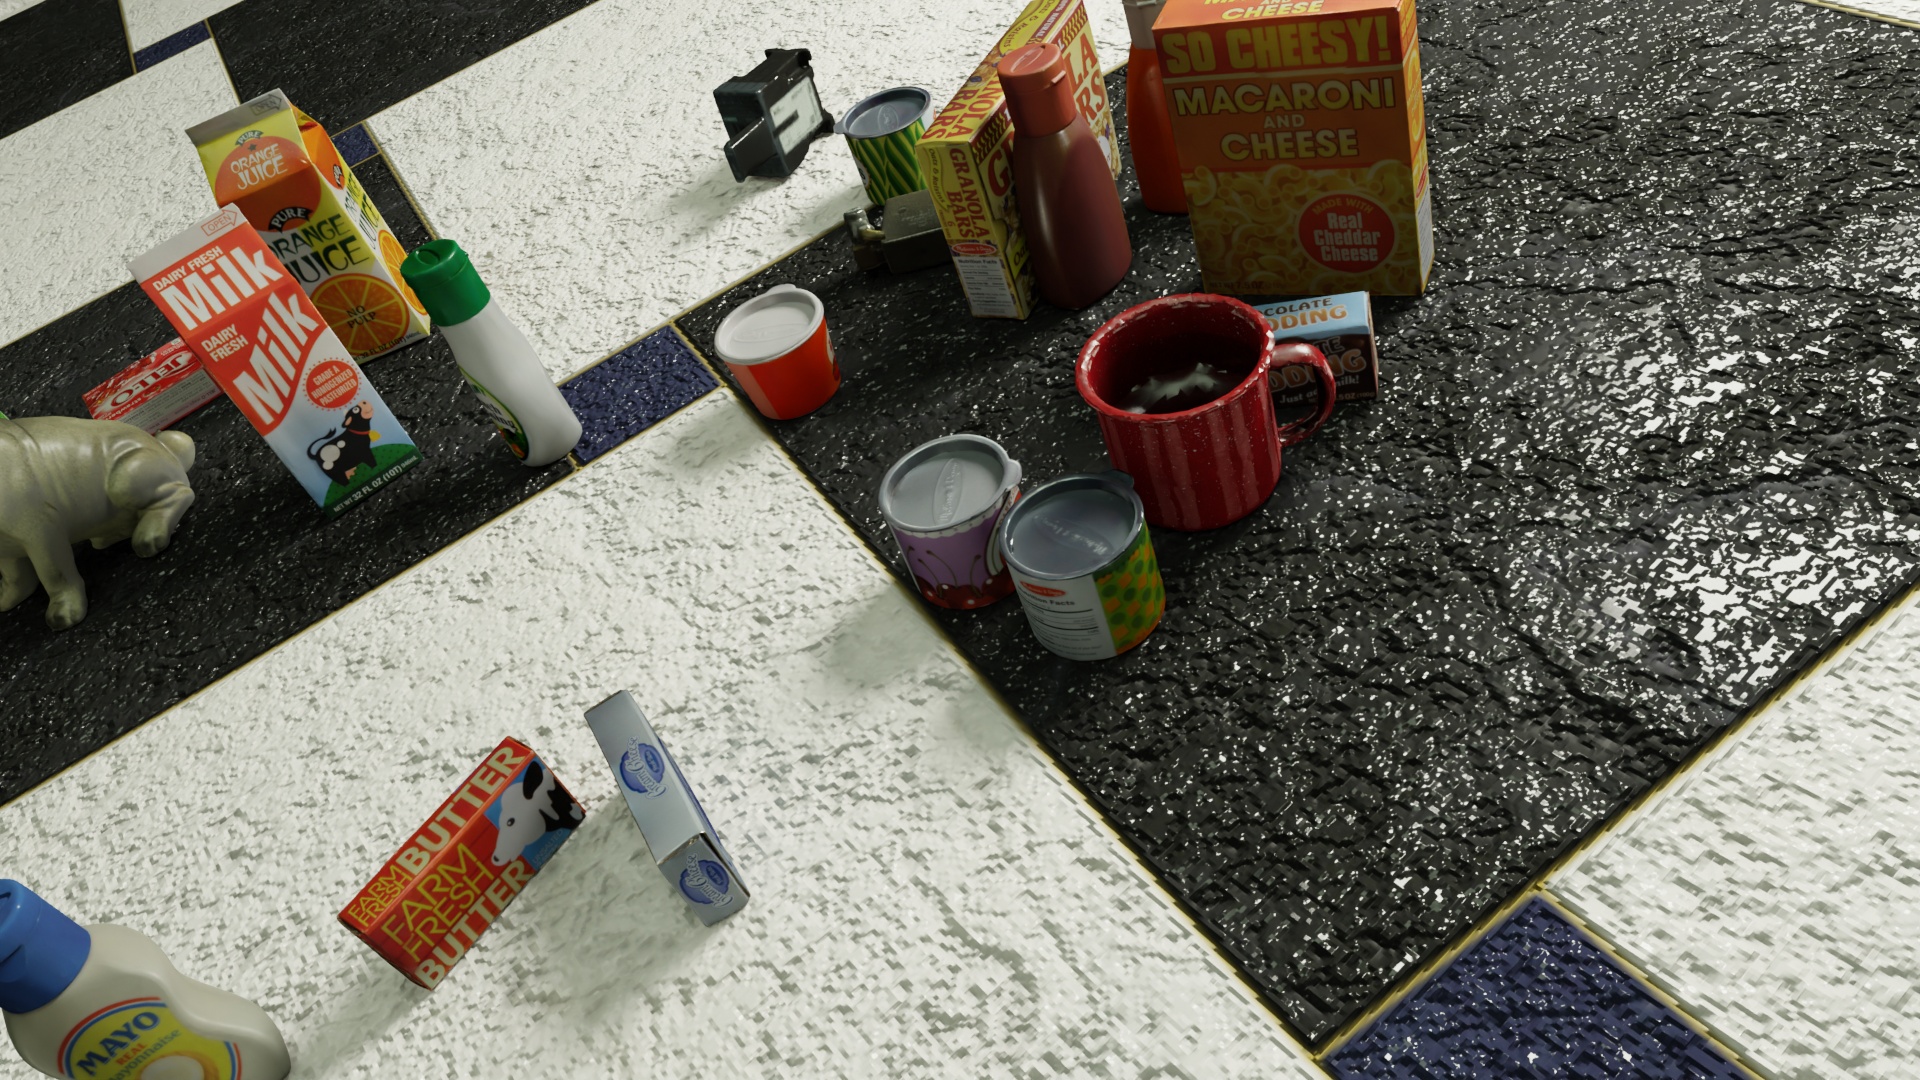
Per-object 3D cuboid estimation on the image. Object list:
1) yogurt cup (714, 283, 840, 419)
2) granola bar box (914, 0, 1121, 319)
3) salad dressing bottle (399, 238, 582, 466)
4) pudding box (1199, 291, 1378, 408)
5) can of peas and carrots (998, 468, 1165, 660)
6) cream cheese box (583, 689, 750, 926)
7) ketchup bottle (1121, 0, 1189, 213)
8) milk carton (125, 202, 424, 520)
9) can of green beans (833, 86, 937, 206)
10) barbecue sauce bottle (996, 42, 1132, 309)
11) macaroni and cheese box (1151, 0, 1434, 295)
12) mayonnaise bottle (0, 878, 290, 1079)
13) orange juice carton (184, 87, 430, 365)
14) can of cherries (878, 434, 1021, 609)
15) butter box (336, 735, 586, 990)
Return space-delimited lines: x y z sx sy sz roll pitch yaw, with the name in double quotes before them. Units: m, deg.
"yogurt cup" -0.106 -0.109 0.832 0.072 0.053 0.073 -12 43 11
"granola bar box" 0.042 -0.234 0.847 0.039 0.123 0.166 8 50 30
"salad dressing bottle" -0.282 -0.111 0.837 0.044 0.147 0.064 -40 45 -19
"pudding box" 0.167 -0.095 0.706 0.083 0.049 0.030 -5 45 18
"can of peas and carrots" 0.058 0.011 0.635 0.071 0.058 0.071 -12 43 11
"cream cheese box" -0.129 0.116 0.608 0.024 0.053 0.104 -33 43 -11
"ketchup bottle" 0.127 -0.268 0.828 0.065 0.148 0.044 0 46 23
"milk carton" -0.425 -0.112 0.865 0.072 0.189 0.073 -39 45 -18
"can of green beans" -0.044 -0.276 0.976 0.071 0.057 0.071 -12 43 11
"barbecue sauce bottle" 0.058 -0.208 0.795 0.044 0.147 0.065 22 58 38
"macaroni and cheese box" 0.178 -0.207 0.730 0.124 0.165 0.040 6 49 27
"mayonnaise bottle" -0.335 0.188 0.548 0.065 0.147 0.041 -39 44 -18
"orange juice carton" -0.462 -0.224 0.995 0.072 0.191 0.073 -23 42 -1
"can of cherries" 0.002 -0.009 0.678 0.071 0.058 0.072 -12 43 11
"butter box" -0.219 0.143 0.617 0.024 0.053 0.104 17 55 35
